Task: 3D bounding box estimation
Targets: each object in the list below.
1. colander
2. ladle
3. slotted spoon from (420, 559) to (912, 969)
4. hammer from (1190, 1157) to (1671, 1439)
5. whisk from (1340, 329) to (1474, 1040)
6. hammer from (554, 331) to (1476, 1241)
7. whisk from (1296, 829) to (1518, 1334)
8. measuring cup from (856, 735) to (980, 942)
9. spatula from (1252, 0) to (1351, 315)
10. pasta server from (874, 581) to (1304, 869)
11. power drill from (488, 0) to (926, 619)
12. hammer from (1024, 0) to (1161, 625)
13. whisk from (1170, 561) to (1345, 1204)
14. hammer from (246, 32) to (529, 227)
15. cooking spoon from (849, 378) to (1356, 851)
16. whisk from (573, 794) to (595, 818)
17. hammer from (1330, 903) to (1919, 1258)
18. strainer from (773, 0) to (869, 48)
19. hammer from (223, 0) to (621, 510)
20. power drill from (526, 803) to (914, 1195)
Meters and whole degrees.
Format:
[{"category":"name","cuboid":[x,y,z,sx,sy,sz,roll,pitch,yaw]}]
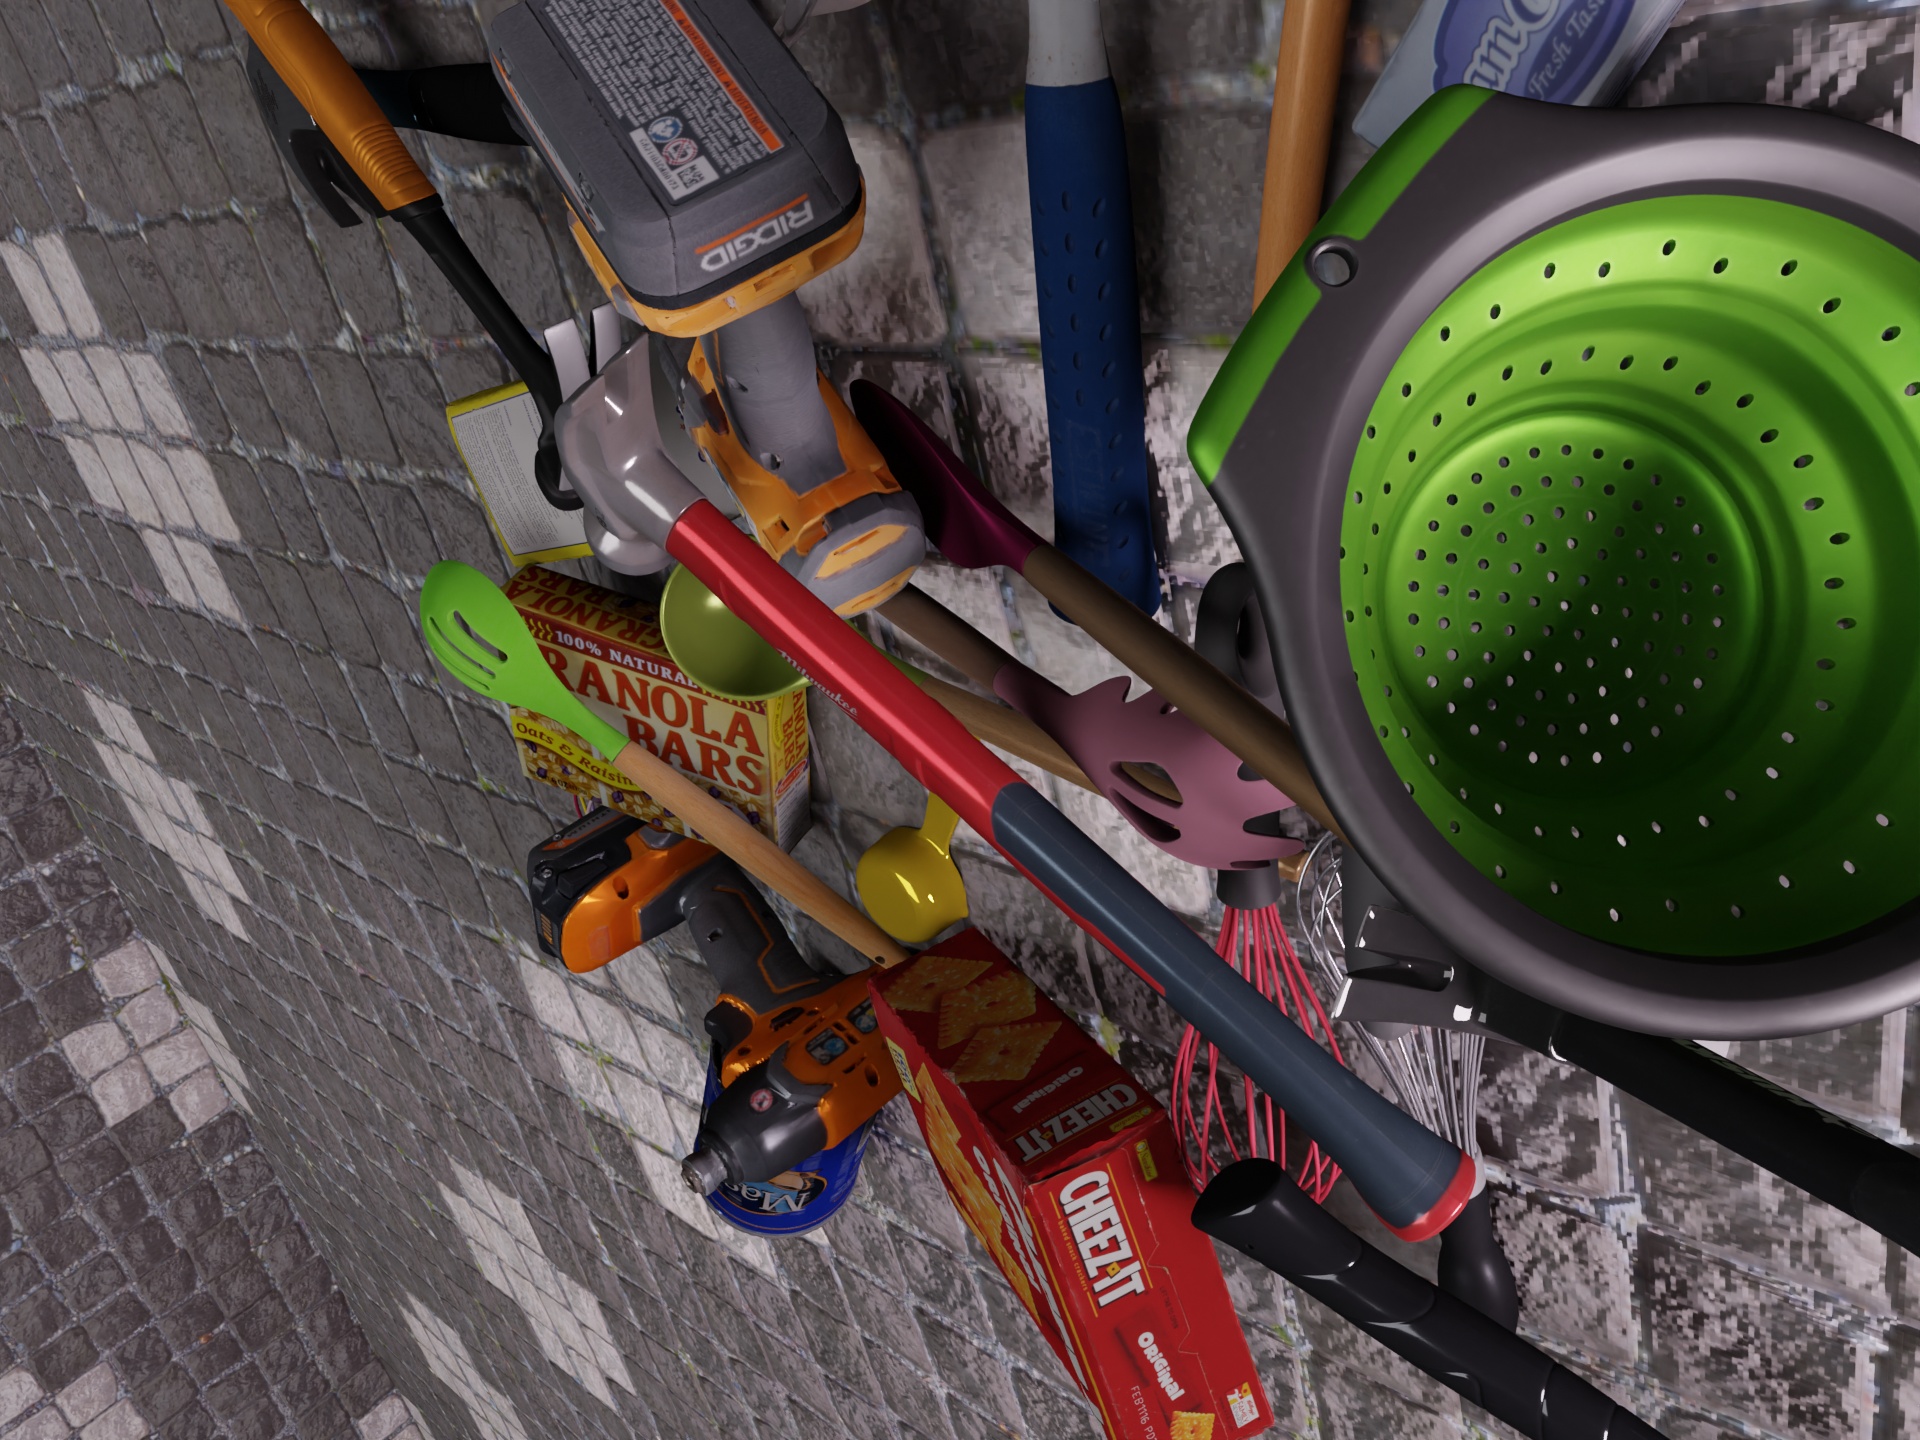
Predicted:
[{"category":"colander","cuboid":[0.231,0.017,0.388,0.397,0.204,0.094,37,178,-1]},{"category":"ladle","cuboid":[-0.001,-0.002,0.674,0.320,0.062,0.078,25,106,30]},{"category":"slotted spoon","cuboid":[-0.150,0.031,0.804,0.313,0.031,0.070,38,133,-5]},{"category":"hammer","cuboid":[0.263,0.275,0.546,0.409,0.036,0.149,31,142,12]},{"category":"whisk","cuboid":[0.129,-0.014,0.474,0.055,0.055,0.239,10,110,44]},{"category":"hammer","cuboid":[0.021,0.031,0.521,0.386,0.038,0.143,42,165,1]},{"category":"whisk","cuboid":[0.179,0.142,0.589,0.070,0.070,0.284,12,132,43]},{"category":"measuring cup","cuboid":[-0.018,0.052,0.756,0.062,0.029,0.156,40,142,20]},{"category":"spatula","cuboid":[0.098,-0.217,0.392,0.322,0.081,0.041,88,161,-44]},{"category":"pasta server","cuboid":[0.010,-0.028,0.610,0.316,0.040,0.060,37,135,49]},{"category":"power drill","cuboid":[-0.088,-0.158,0.567,0.185,0.084,0.226,57,172,25]},{"category":"hammer","cuboid":[0.036,-0.198,0.462,0.144,0.035,0.405,5,131,16]},{"category":"whisk","cuboid":[0.108,0.079,0.589,0.073,0.073,0.295,18,127,40]},{"category":"hammer","cuboid":[-0.238,-0.286,0.732,0.331,0.033,0.128,20,131,38]},{"category":"cooking spoon","cuboid":[0.041,-0.041,0.530,0.319,0.017,0.068,45,160,44]},{"category":"whisk","cuboid":[-0.227,0.073,1.003,0.244,0.047,0.051,119,137,-56]},{"category":"hammer","cuboid":[0.216,0.110,0.347,0.335,0.146,0.035,-149,76,-70]},{"category":"strainer","cuboid":[-0.016,-0.305,0.458,0.087,0.050,0.258,-96,19,-44]},{"category":"hammer","cuboid":[-0.257,-0.251,0.707,0.337,0.034,0.127,52,154,11]},{"category":"power drill","cuboid":[-0.132,0.139,0.845,0.227,0.164,0.084,38,143,25]}]
